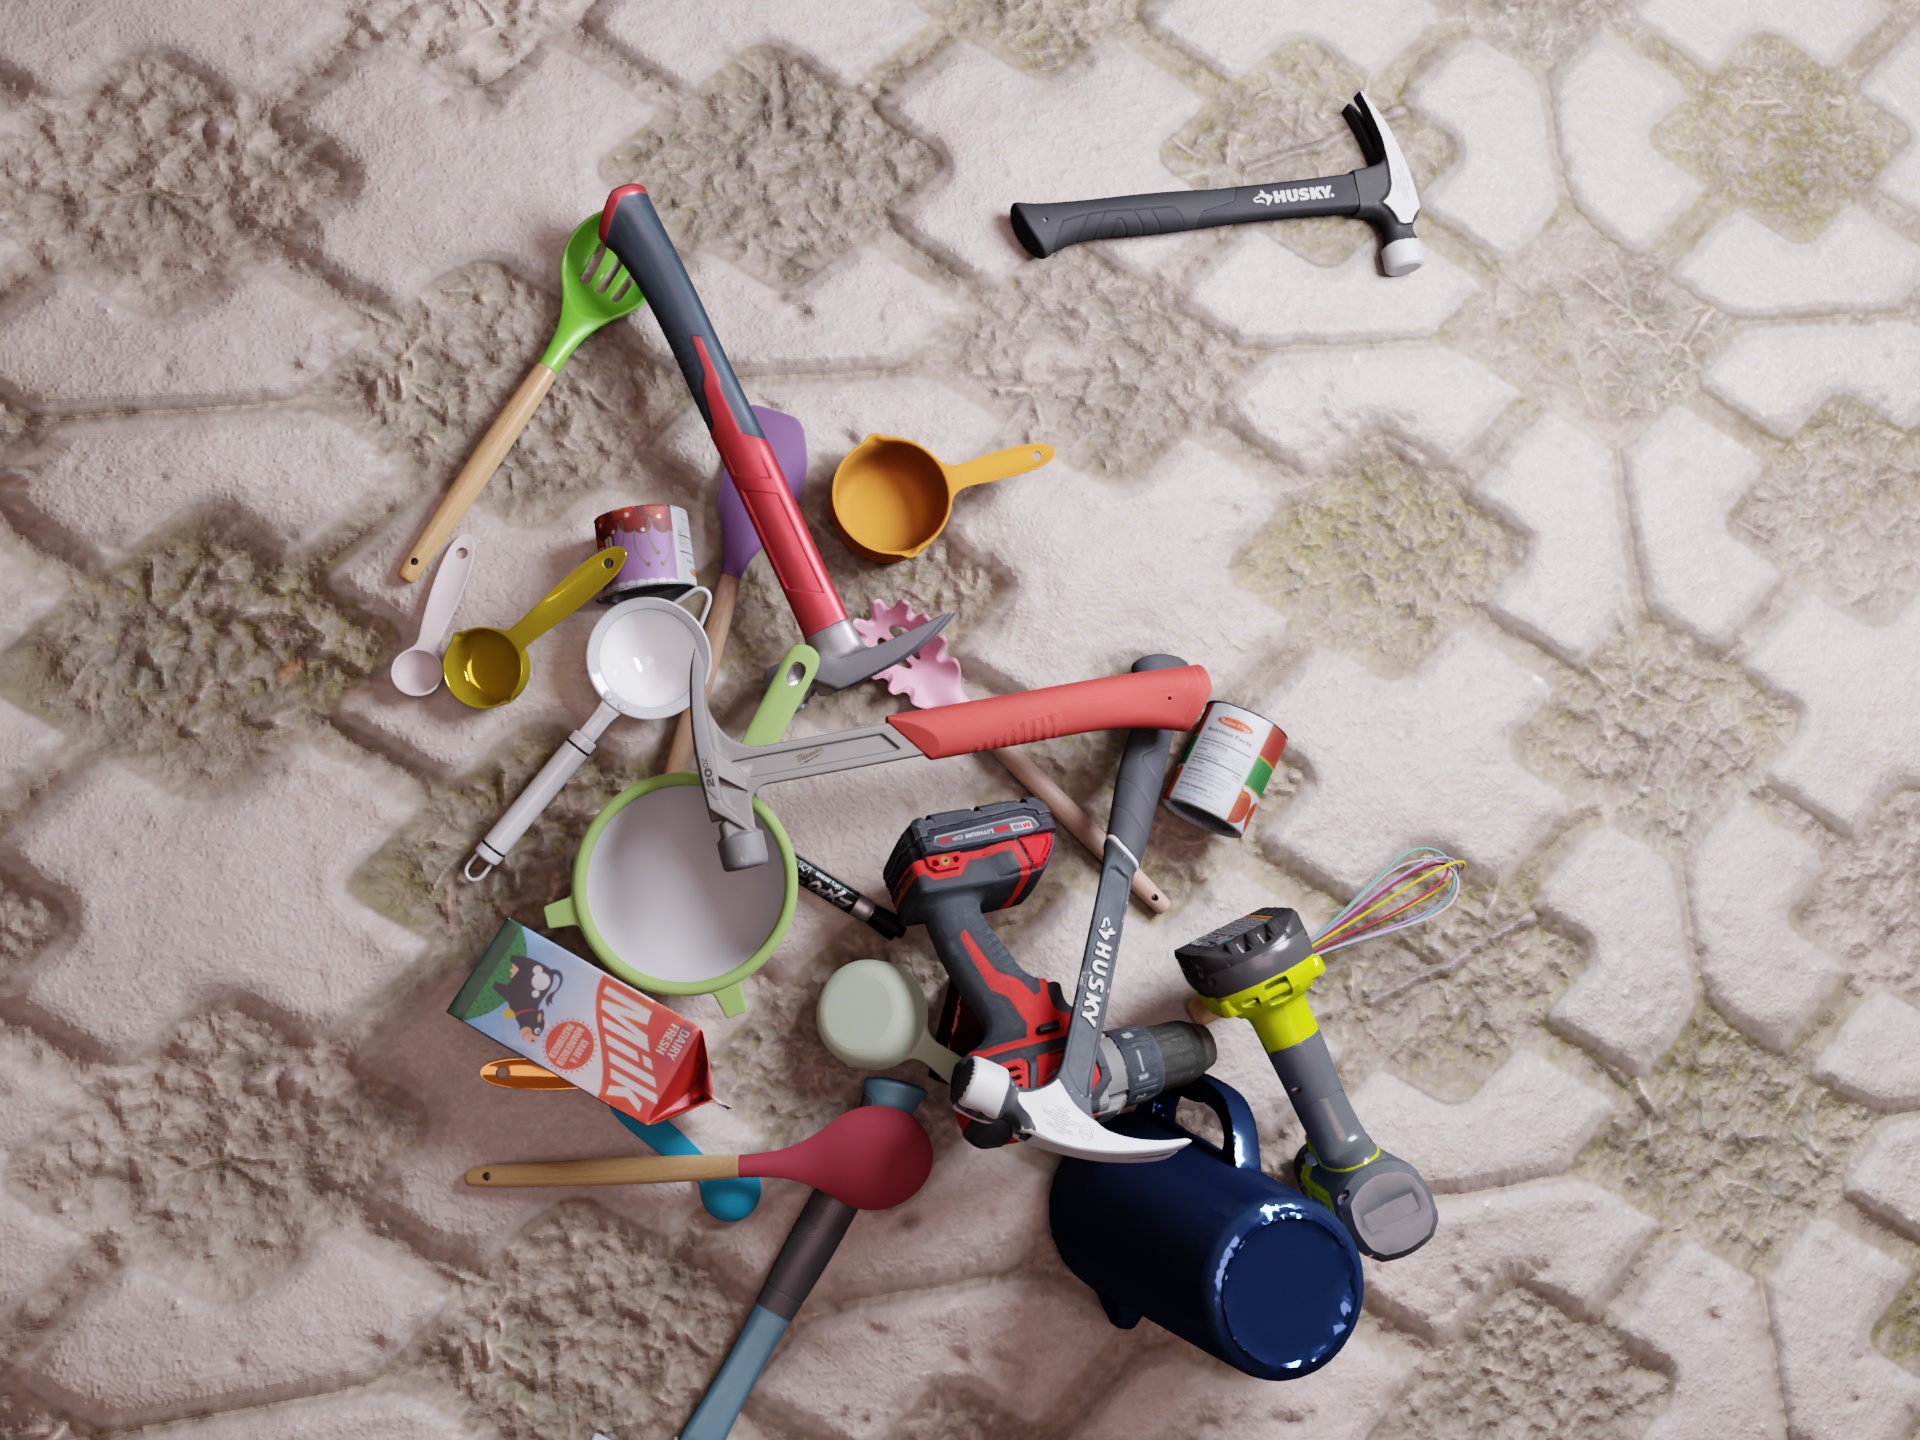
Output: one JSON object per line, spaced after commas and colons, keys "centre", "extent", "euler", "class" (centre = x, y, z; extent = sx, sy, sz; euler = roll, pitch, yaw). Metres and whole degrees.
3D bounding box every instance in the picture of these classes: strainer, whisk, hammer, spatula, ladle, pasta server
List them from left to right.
{"centre": [-0.261, 0.008, 1.113], "extent": [0.087, 0.050, 0.258], "euler": [40, 83, -9], "class": "strainer"}
{"centre": [-0.176, 0.302, 1.079], "extent": [0.315, 0.031, 0.069], "euler": [-2, 74, -2], "class": "ladle"}
{"centre": [-0.164, 0.065, 1.103], "extent": [0.151, 0.069, 0.256], "euler": [27, 82, -4], "class": "strainer"}
{"centre": [-0.171, -0.079, 1.152], "extent": [0.059, 0.018, 0.316], "euler": [17, 79, -11], "class": "spatula"}
{"centre": [-0.143, -0.206, 1.122], "extent": [0.143, 0.038, 0.386], "euler": [-25, 89, 12], "class": "hammer"}
{"centre": [-0.122, 0.392, 1.093], "extent": [0.128, 0.033, 0.331], "euler": [31, 78, -5], "class": "hammer"}
{"centre": [-0.002, -0.003, 1.089], "extent": [0.359, 0.037, 0.149], "euler": [-10, 87, -13], "class": "hammer"}
{"centre": [0.041, 0.031, 1.170], "extent": [0.316, 0.040, 0.060], "euler": [45, 89, -4], "class": "pasta server"}
{"centre": [0.112, 0.109, 1.083], "extent": [0.149, 0.036, 0.409], "euler": [25, 51, -9], "class": "hammer"}
{"centre": [0.202, -0.413, 1.262], "extent": [0.334, 0.035, 0.146], "euler": [-9, 85, -12], "class": "hammer"}
{"centre": [0.278, 0.162, 1.198], "extent": [0.245, 0.047, 0.051], "euler": [-27, 90, -10], "class": "whisk"}

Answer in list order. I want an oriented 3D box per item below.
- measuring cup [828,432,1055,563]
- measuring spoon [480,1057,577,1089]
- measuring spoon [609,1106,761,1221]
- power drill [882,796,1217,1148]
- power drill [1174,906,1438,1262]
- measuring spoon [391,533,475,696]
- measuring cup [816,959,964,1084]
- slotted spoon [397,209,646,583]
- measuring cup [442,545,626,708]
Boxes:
{"centre": [-0.015, -0.172, 1.179], "extent": [0.173, 0.052, 0.095], "euler": [-18, 86, -15], "class": "measuring cup"}
{"centre": [-0.271, 0.244, 1.096], "extent": [0.117, 0.011, 0.021], "euler": [4, 75, -7], "class": "measuring spoon"}
{"centre": [-0.191, 0.299, 1.096], "extent": [0.128, 0.021, 0.042], "euler": [40, 77, -5], "class": "measuring spoon"}
{"centre": [0.058, 0.169, 1.087], "extent": [0.188, 0.080, 0.227], "euler": [-8, 59, -25], "class": "power drill"}
{"centre": [0.235, 0.249, 1.104], "extent": [0.080, 0.190, 0.228], "euler": [-25, 85, -4], "class": "power drill"}
{"centre": [-0.366, -0.073, 1.118], "extent": [0.034, 0.018, 0.124], "euler": [17, 73, -8], "class": "measuring spoon"}
{"centre": [-0.030, 0.224, 1.088], "extent": [0.168, 0.038, 0.083], "euler": [30, 88, 27], "class": "measuring cup"}
{"centre": [-0.312, -0.232, 1.141], "extent": [0.070, 0.031, 0.314], "euler": [31, 80, -6], "class": "slotted spoon"}
{"centre": [-0.289, -0.068, 1.101], "extent": [0.156, 0.029, 0.062], "euler": [-39, 89, 4], "class": "measuring cup"}
